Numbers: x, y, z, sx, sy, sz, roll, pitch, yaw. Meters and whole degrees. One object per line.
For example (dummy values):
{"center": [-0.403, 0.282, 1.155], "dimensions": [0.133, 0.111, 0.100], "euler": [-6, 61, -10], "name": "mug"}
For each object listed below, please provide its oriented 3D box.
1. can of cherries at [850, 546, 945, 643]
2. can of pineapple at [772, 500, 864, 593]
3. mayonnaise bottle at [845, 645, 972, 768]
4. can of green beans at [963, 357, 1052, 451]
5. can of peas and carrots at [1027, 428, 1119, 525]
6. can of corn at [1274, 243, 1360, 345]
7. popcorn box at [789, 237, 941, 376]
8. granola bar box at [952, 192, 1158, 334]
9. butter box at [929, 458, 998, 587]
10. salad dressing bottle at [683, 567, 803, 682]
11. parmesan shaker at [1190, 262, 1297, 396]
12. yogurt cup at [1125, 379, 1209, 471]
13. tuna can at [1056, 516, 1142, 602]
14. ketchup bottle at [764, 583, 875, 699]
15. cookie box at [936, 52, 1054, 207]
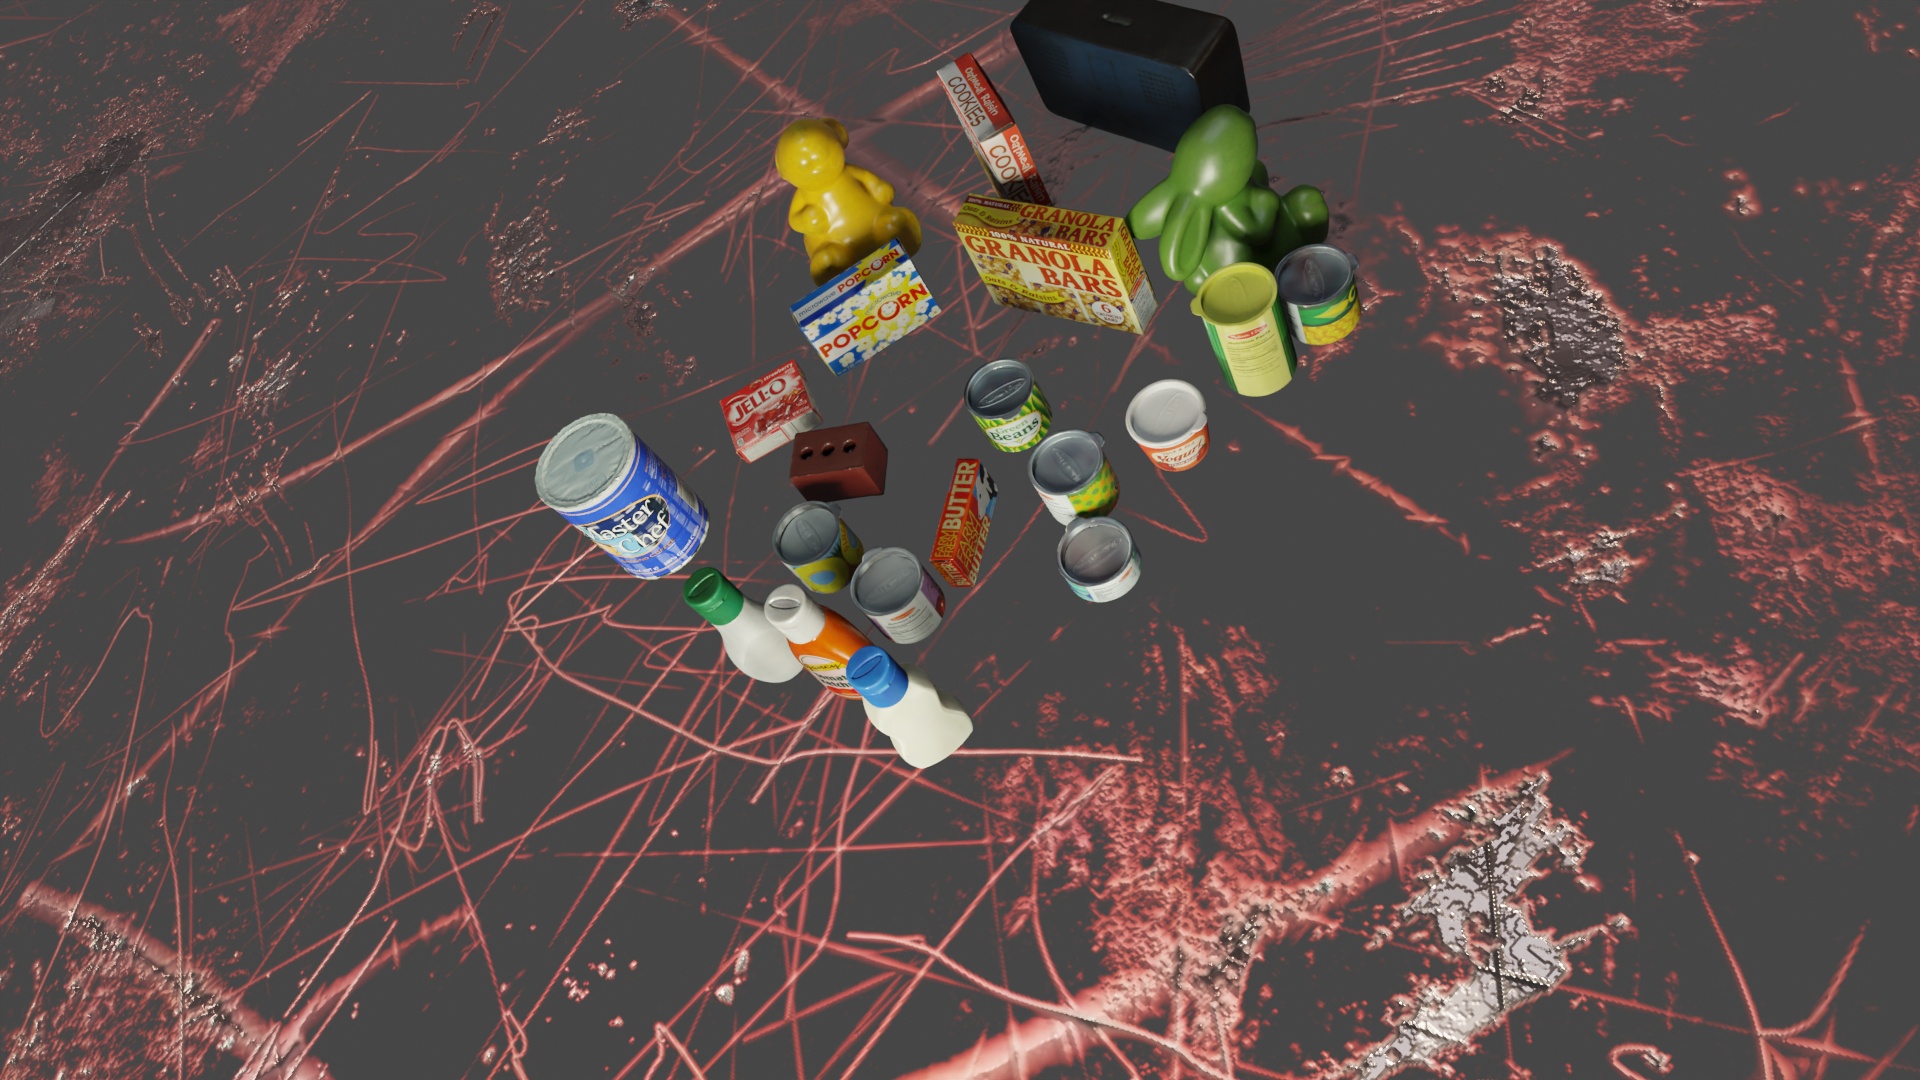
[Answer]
{"center": [-0.053, 0.046, 1.194], "dimensions": [0.071, 0.058, 0.072], "euler": [-11, 57, 18], "name": "can of cherries"}
{"center": [-0.125, 0.006, 1.250], "dimensions": [0.071, 0.057, 0.071], "euler": [-11, 57, 18], "name": "can of pineapple"}
{"center": [-0.043, 0.128, 1.084], "dimensions": [0.065, 0.147, 0.041], "euler": [-38, 53, -1], "name": "mayonnaise bottle"}
{"center": [0.044, -0.122, 1.254], "dimensions": [0.071, 0.057, 0.071], "euler": [-11, 57, 18], "name": "can of green beans"}
{"center": [0.100, -0.054, 1.188], "dimensions": [0.071, 0.058, 0.071], "euler": [-11, 57, 18], "name": "can of peas and carrots"}
{"center": [0.309, -0.211, 1.192], "dimensions": [0.071, 0.058, 0.071], "euler": [-11, 57, 18], "name": "can of corn"}
{"center": [-0.092, -0.227, 1.360], "dimensions": [0.127, 0.085, 0.038], "euler": [-32, 53, 3], "name": "popcorn box"}
{"center": [0.088, -0.254, 1.273], "dimensions": [0.165, 0.124, 0.039], "euler": [18, 70, 31], "name": "granola bar box"}
{"center": [0.004, -0.015, 1.209], "dimensions": [0.024, 0.053, 0.104], "euler": [2, 62, 25], "name": "butter box"}
{"center": [-0.182, 0.071, 1.179], "dimensions": [0.064, 0.147, 0.044], "euler": [-42, 53, -4], "name": "salad dressing bottle"}
{"center": [0.240, -0.176, 1.173], "dimensions": [0.071, 0.102, 0.071], "euler": [-11, 57, 18], "name": "parmesan shaker"}
{"center": [0.180, -0.095, 1.181], "dimensions": [0.072, 0.053, 0.073], "euler": [-11, 57, 18], "name": "yogurt cup"}
{"center": [0.114, 0.014, 1.156], "dimensions": [0.071, 0.032, 0.071], "euler": [-11, 57, 18], "name": "tuna can"}
{"center": [-0.111, 0.083, 1.140], "dimensions": [0.064, 0.148, 0.044], "euler": [0, 61, 24], "name": "ketchup bottle"}
{"center": [0.043, -0.368, 1.336], "dimensions": [0.040, 0.167, 0.123], "euler": [-29, 54, 6], "name": "cookie box"}
